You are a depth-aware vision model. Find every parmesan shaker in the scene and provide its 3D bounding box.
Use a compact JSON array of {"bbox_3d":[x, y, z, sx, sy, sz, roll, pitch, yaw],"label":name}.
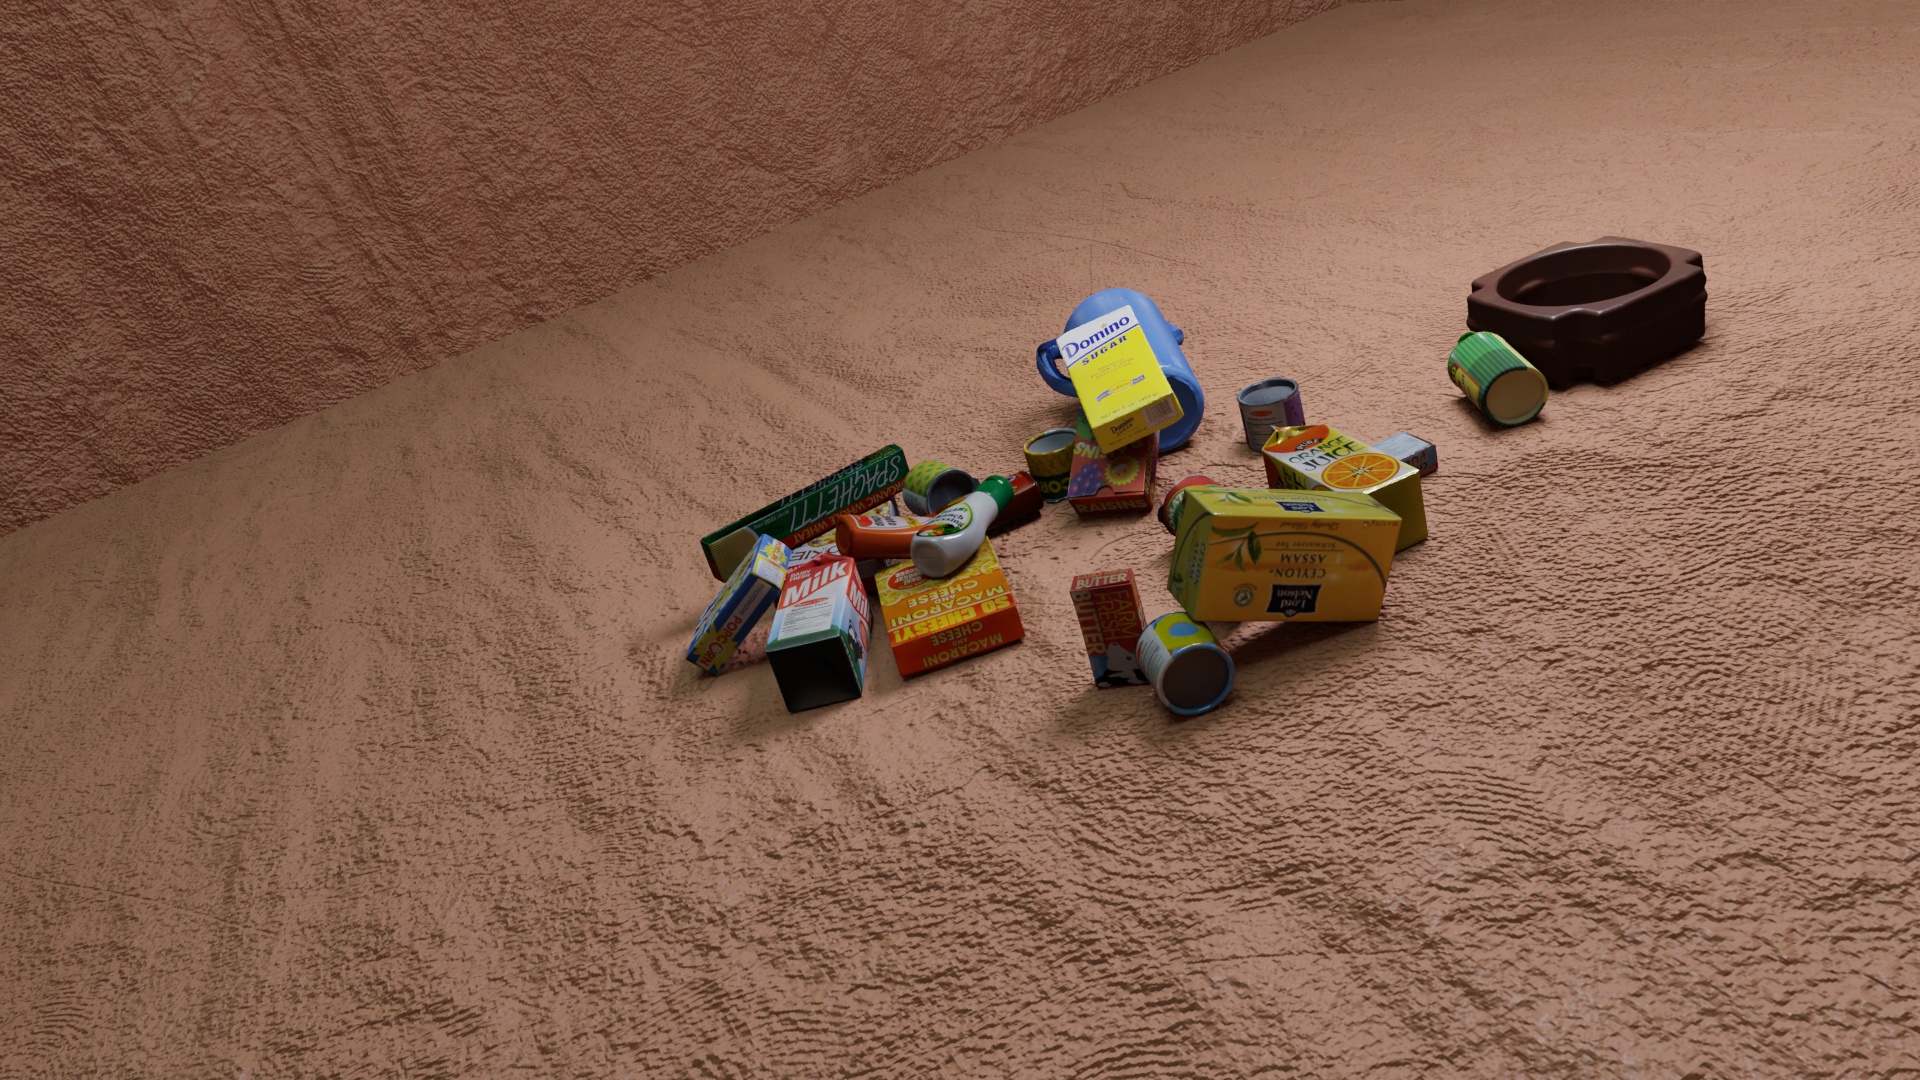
[{"bbox_3d":[0.543,-0.166,1.410,0.071,0.071,0.103,-15,26,6],"label":"parmesan shaker"}]

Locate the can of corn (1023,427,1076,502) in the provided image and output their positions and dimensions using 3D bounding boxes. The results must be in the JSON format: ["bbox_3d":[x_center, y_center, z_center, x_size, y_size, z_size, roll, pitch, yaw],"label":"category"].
[{"bbox_3d":[0.107,-0.084,1.539,0.071,0.058,0.071,-15,25,7],"label":"can of corn"}]

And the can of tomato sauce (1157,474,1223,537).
[{"bbox_3d":[0.237,-0.018,1.314,0.071,0.071,0.083,-23,26,-11],"label":"can of tomato sauce"}]

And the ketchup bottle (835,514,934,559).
[{"bbox_3d":[-0.051,-0.003,1.438,0.149,0.043,0.065,1,15,-21],"label":"ketchup bottle"}]

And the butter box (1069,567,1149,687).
[{"bbox_3d":[0.129,0.074,1.159,0.053,0.103,0.024,-8,28,18],"label":"butter box"}]

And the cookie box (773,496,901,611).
[{"bbox_3d":[-0.135,0.011,1.526,0.123,0.040,0.168,-13,25,10],"label":"cookie box"}]

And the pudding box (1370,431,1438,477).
[{"bbox_3d":[0.416,-0.073,1.354,0.084,0.030,0.050,-24,27,-12],"label":"pudding box"}]

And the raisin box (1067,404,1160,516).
[{"bbox_3d":[0.165,-0.090,1.475,0.086,0.040,0.124,-4,59,24],"label":"raisin box"}]

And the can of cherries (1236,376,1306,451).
[{"bbox_3d":[0.337,-0.136,1.497,0.071,0.058,0.072,-15,25,7],"label":"can of cherries"}]

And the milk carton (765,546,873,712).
[{"bbox_3d":[-0.132,0.079,1.352,0.073,0.072,0.191,-13,27,8],"label":"milk carton"}]

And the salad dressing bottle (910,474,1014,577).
[{"bbox_3d":[0.005,-0.018,1.398,0.064,0.043,0.148,-1,28,34],"label":"salad dressing bottle"}]

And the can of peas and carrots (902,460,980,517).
[{"bbox_3d":[-0.022,-0.054,1.552,0.071,0.070,0.059,-29,27,-22],"label":"can of peas and carrots"}]

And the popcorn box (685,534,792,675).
[{"bbox_3d":[-0.223,0.064,1.401,0.126,0.038,0.085,-51,16,22],"label":"popcorn box"}]

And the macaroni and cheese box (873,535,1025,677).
[{"bbox_3d":[-0.013,0.061,1.347,0.124,0.040,0.167,-18,25,-1],"label":"macaroni and cheese box"}]

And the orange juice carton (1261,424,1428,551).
[{"bbox_3d":[0.347,-0.051,1.306,0.073,0.071,0.193,-23,26,-11],"label":"orange juice carton"}]

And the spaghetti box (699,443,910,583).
[{"bbox_3d":[-0.164,-0.033,1.526,0.251,0.050,0.029,-28,28,-22],"label":"spaghetti box"}]

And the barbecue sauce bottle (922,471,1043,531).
[{"bbox_3d":[0.013,-0.028,1.504,0.149,0.043,0.065,-23,19,-9],"label":"barbecue sauce bottle"}]

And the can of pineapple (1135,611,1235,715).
[{"bbox_3d":[0.183,0.099,1.119,0.071,0.070,0.058,-19,26,-3],"label":"can of pineapple"}]
